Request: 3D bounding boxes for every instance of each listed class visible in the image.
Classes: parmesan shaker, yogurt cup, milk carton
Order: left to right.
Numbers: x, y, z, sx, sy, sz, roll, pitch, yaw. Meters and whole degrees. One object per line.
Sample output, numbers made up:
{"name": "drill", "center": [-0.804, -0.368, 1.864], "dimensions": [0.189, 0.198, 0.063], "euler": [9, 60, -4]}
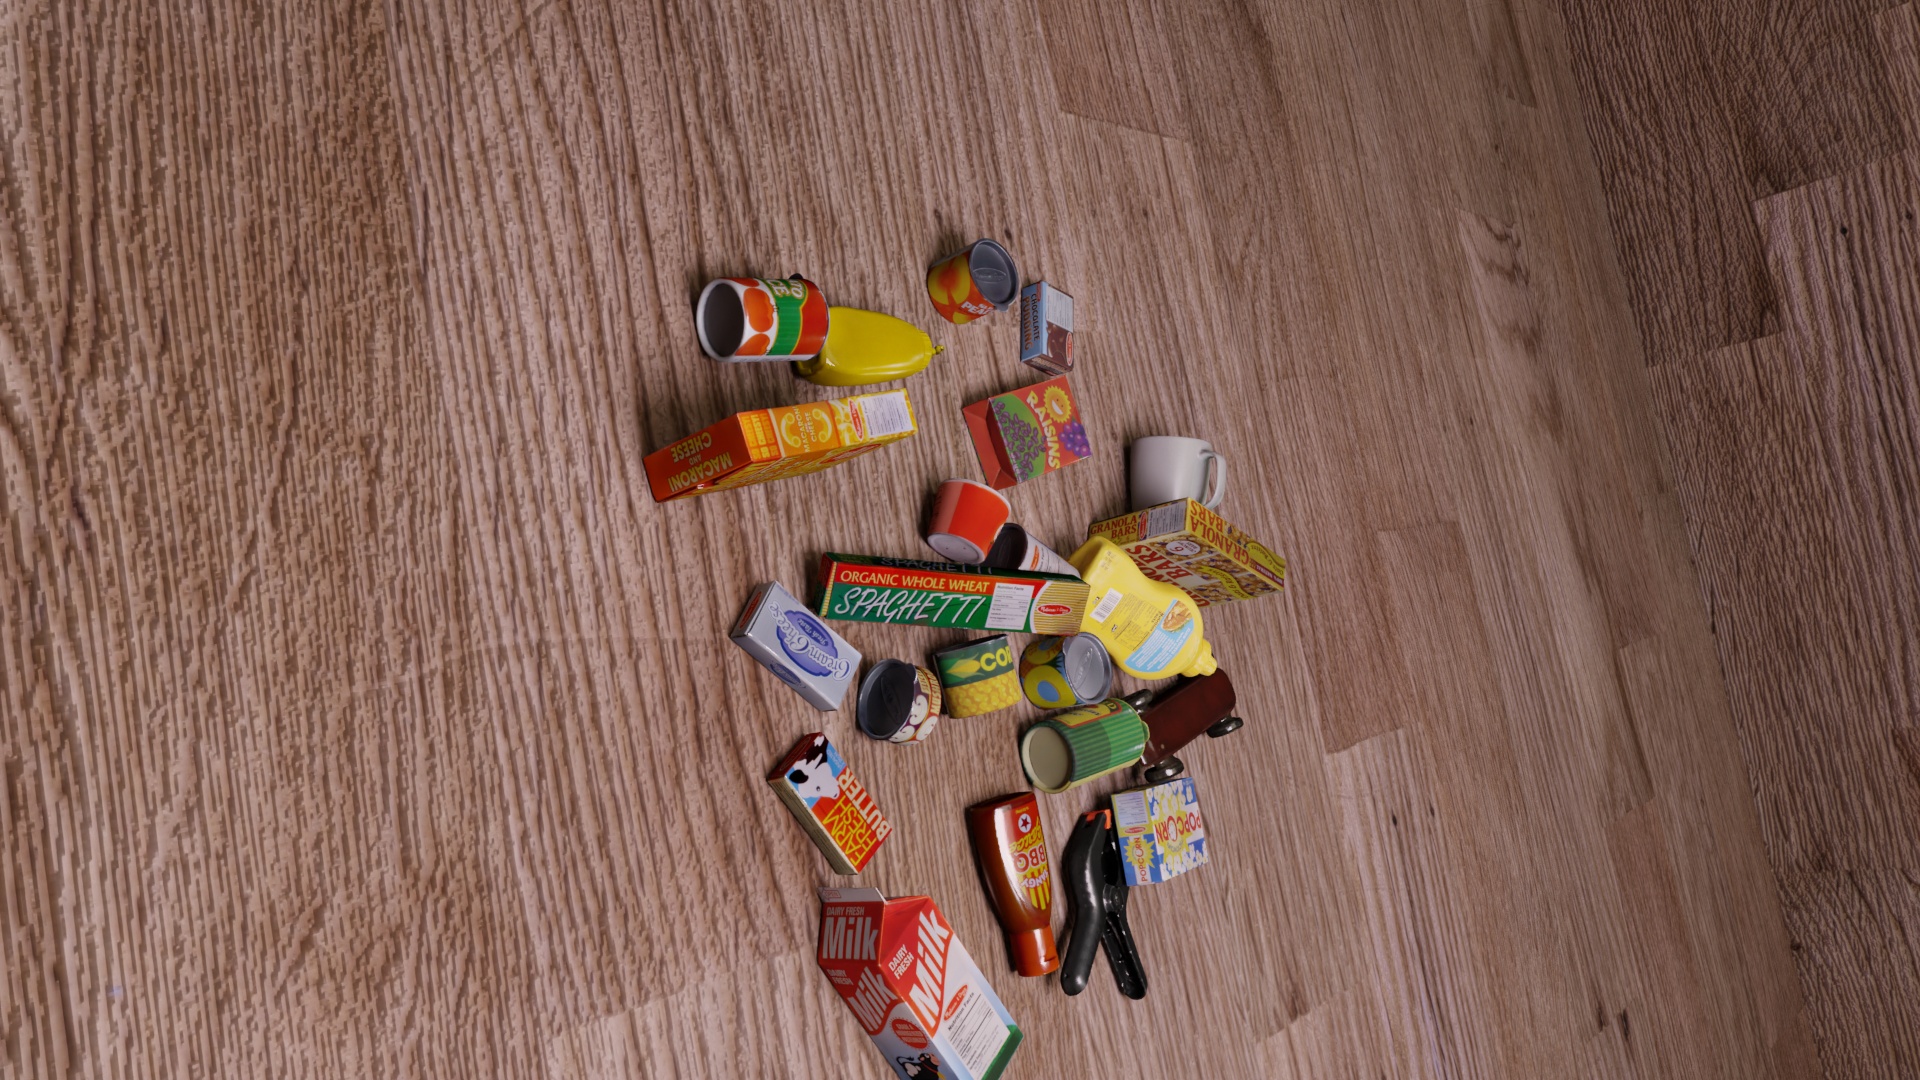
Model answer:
{"name": "milk carton", "center": [-0.039, 0.336, 1.058], "dimensions": [0.074, 0.072, 0.190], "euler": [-47, 113, -43]}
{"name": "yogurt cup", "center": [0.004, -0.015, 1.216], "dimensions": [0.072, 0.072, 0.054], "euler": [37, 62, -33]}
{"name": "parmesan shaker", "center": [0.113, 0.185, 1.259], "dimensions": [0.103, 0.071, 0.071], "euler": [-9, 85, -47]}

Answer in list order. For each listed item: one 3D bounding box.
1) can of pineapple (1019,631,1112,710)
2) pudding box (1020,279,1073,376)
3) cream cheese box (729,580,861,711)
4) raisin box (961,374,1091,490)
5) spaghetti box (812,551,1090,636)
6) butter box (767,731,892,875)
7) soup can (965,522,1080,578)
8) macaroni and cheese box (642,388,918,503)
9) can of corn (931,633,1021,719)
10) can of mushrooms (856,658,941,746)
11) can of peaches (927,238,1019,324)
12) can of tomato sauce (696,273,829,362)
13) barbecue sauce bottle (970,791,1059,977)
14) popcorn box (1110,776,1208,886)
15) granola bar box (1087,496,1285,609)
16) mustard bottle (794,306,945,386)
{"name": "can of pineapple", "center": [0.096, 0.119, 1.272], "dimensions": [0.071, 0.057, 0.071], "euler": [16, 67, -42]}
{"name": "pudding box", "center": [0.087, -0.211, 1.383], "dimensions": [0.049, 0.030, 0.084], "euler": [18, 66, -43]}
{"name": "cream cheese box", "center": [-0.126, 0.083, 1.079], "dimensions": [0.103, 0.024, 0.053], "euler": [44, 51, -28]}
{"name": "raisin box", "center": [0.066, -0.104, 1.322], "dimensions": [0.124, 0.040, 0.086], "euler": [-22, 93, -48]}
{"name": "spaghetti box", "center": [-0.004, 0.046, 1.158], "dimensions": [0.250, 0.029, 0.050], "euler": [6, 105, -30]}
{"name": "butter box", "center": [-0.100, 0.203, 1.070], "dimensions": [0.103, 0.024, 0.053], "euler": [57, 46, -17]}
{"name": "soup can", "center": [0.057, 0.032, 1.253], "dimensions": [0.083, 0.071, 0.071], "euler": [35, 55, -39]}
{"name": "macaroni and cheese box", "center": [-0.133, -0.071, 1.046], "dimensions": [0.167, 0.123, 0.040], "euler": [-16, 89, -47]}
{"name": "can of corn", "center": [0.016, 0.115, 1.182], "dimensions": [0.071, 0.071, 0.058], "euler": [-14, 89, -47]}
{"name": "can of mushrooms", "center": [-0.048, 0.129, 1.113], "dimensions": [0.033, 0.071, 0.071], "euler": [23, 63, -42]}
{"name": "can of peaches", "center": [0.012, -0.238, 1.294], "dimensions": [0.071, 0.058, 0.071], "euler": [16, 67, -43]}
{"name": "can of tomato sauce", "center": [-0.156, -0.176, 1.095], "dimensions": [0.083, 0.071, 0.071], "euler": [-9, 85, -46]}
{"name": "barbecue sauce bottle", "center": [0.051, 0.293, 1.183], "dimensions": [0.065, 0.043, 0.148], "euler": [-8, 84, -48]}
{"name": "popcorn box", "center": [0.190, 0.273, 1.314], "dimensions": [0.127, 0.038, 0.085], "euler": [7, 72, -60]}
{"name": "granola bar box", "center": [0.227, 0.016, 1.389], "dimensions": [0.165, 0.124, 0.039], "euler": [28, 59, -38]}
{"name": "mustard bottle", "center": [-0.072, -0.164, 1.192], "dimensions": [0.160, 0.048, 0.065], "euler": [-4, 80, -47]}
